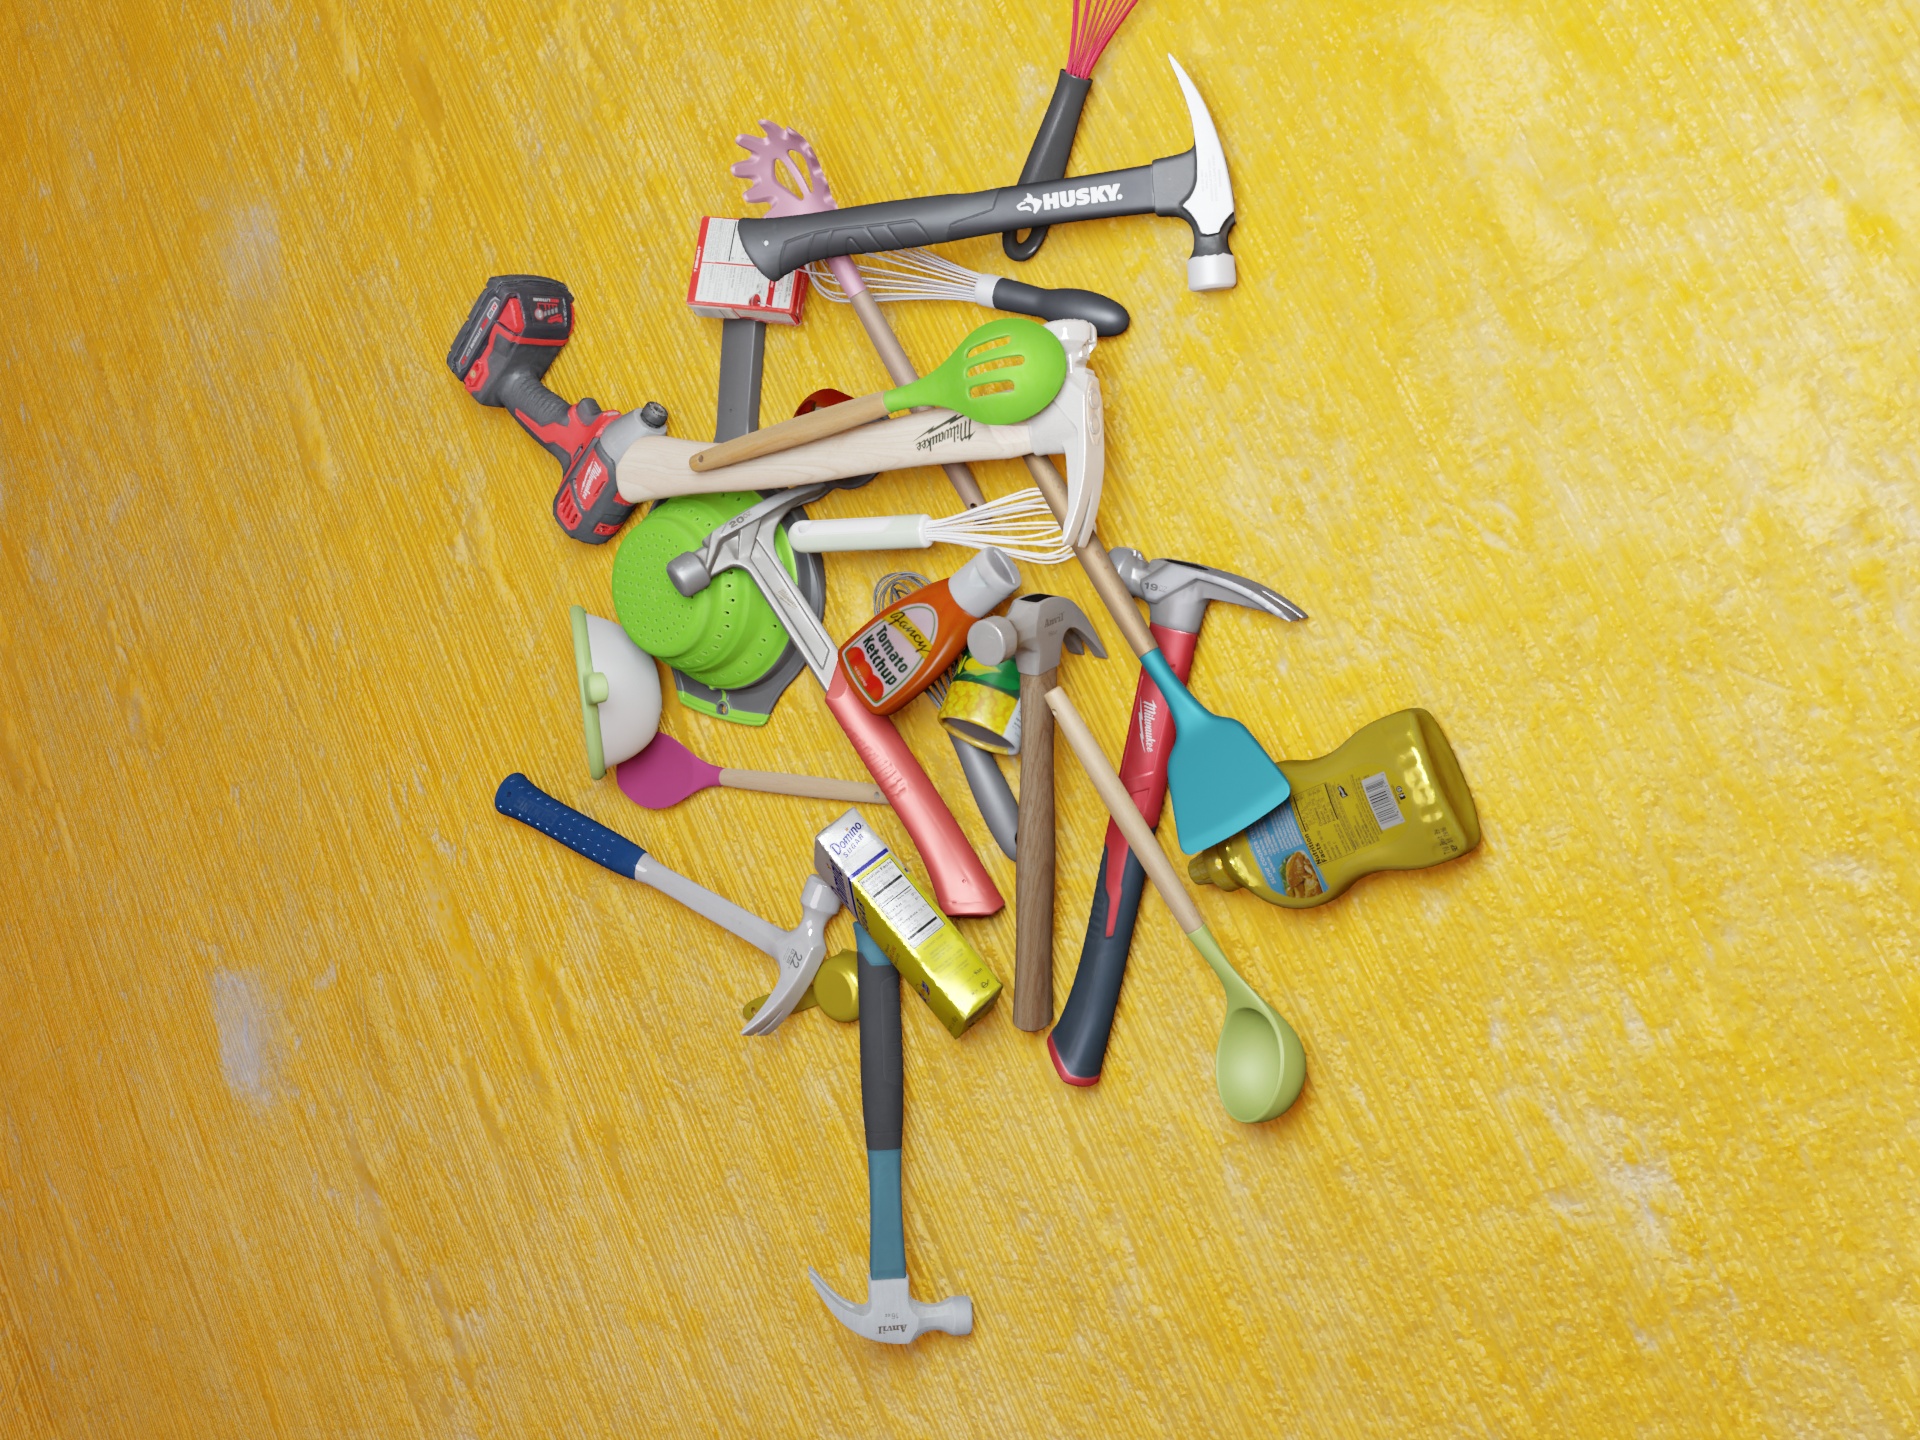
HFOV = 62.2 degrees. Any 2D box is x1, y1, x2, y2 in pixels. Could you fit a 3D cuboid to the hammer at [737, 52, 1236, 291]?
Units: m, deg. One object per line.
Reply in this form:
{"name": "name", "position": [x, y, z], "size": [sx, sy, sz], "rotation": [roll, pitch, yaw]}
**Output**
{"name": "hammer", "position": [0.012, -0.343, 1.056], "size": [0.335, 0.035, 0.146], "rotation": [-3, 100, 14]}

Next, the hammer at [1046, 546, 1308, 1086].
{"name": "hammer", "position": [0.132, 0.083, 1.106], "size": [0.143, 0.038, 0.386], "rotation": [19, 108, 31]}

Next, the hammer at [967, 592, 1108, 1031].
{"name": "hammer", "position": [0.055, 0.070, 1.127], "size": [0.031, 0.130, 0.331], "rotation": [15, 116, 33]}

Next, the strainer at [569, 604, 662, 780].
{"name": "strainer", "position": [-0.279, -0.028, 1.313], "size": [0.256, 0.069, 0.151], "rotation": [179, 84, -75]}

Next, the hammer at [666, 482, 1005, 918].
{"name": "hammer", "position": [-0.068, -0.009, 1.213], "size": [0.359, 0.149, 0.036], "rotation": [57, 164, 4]}

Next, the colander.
{"name": "colander", "position": [-0.208, -0.189, 1.276], "size": [0.205, 0.094, 0.397], "rotation": [14, 105, 34]}

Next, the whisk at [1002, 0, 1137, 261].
{"name": "whisk", "position": [0.084, -0.446, 1.051], "size": [0.073, 0.073, 0.295], "rotation": [36, 122, 27]}

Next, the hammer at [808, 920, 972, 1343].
{"name": "hammer", "position": [-0.059, 0.324, 1.257], "size": [0.128, 0.033, 0.331], "rotation": [-2, 89, -8]}

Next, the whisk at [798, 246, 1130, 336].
{"name": "whisk", "position": [-0.004, -0.315, 1.140], "size": [0.285, 0.070, 0.070], "rotation": [21, 109, 27]}

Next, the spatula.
{"name": "spatula", "position": [0.109, -0.067, 1.048], "size": [0.082, 0.044, 0.318], "rotation": [-34, 76, 23]}

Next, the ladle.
{"name": "ladle", "position": [0.134, 0.122, 1.060], "size": [0.320, 0.062, 0.078], "rotation": [59, 152, -1]}

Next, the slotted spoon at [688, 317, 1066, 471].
{"name": "slotted spoon", "position": [-0.069, -0.210, 1.092], "size": [0.314, 0.031, 0.070], "rotation": [-9, 83, 34]}

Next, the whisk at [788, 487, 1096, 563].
{"name": "whisk", "position": [-0.018, -0.138, 1.152], "size": [0.246, 0.058, 0.059], "rotation": [1, 136, 25]}

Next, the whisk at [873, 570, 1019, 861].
{"name": "whisk", "position": [-0.002, -0.004, 1.189], "size": [0.055, 0.055, 0.239], "rotation": [-27, 86, 36]}

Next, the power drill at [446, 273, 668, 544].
{"name": "power drill", "position": [-0.339, -0.275, 1.374], "size": [0.220, 0.078, 0.143], "rotation": [52, 122, 15]}

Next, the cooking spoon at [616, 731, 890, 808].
{"name": "cooking spoon", "position": [-0.179, 0.050, 1.339], "size": [0.319, 0.017, 0.069], "rotation": [4, 92, 36]}

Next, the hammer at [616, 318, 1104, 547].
{"name": "hammer", "position": [-0.086, -0.182, 1.139], "size": [0.411, 0.038, 0.146], "rotation": [-2, 89, 32]}

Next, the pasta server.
{"name": "pasta server", "position": [-0.062, -0.279, 1.135], "size": [0.060, 0.040, 0.316], "rotation": [-25, 102, 26]}

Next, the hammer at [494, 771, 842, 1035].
{"name": "hammer", "position": [-0.275, 0.138, 1.396], "size": [0.406, 0.035, 0.144], "rotation": [22, 92, 34]}

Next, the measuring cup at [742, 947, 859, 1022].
{"name": "measuring cup", "position": [-0.133, 0.233, 1.324], "size": [0.156, 0.029, 0.062], "rotation": [-20, 85, 34]}
